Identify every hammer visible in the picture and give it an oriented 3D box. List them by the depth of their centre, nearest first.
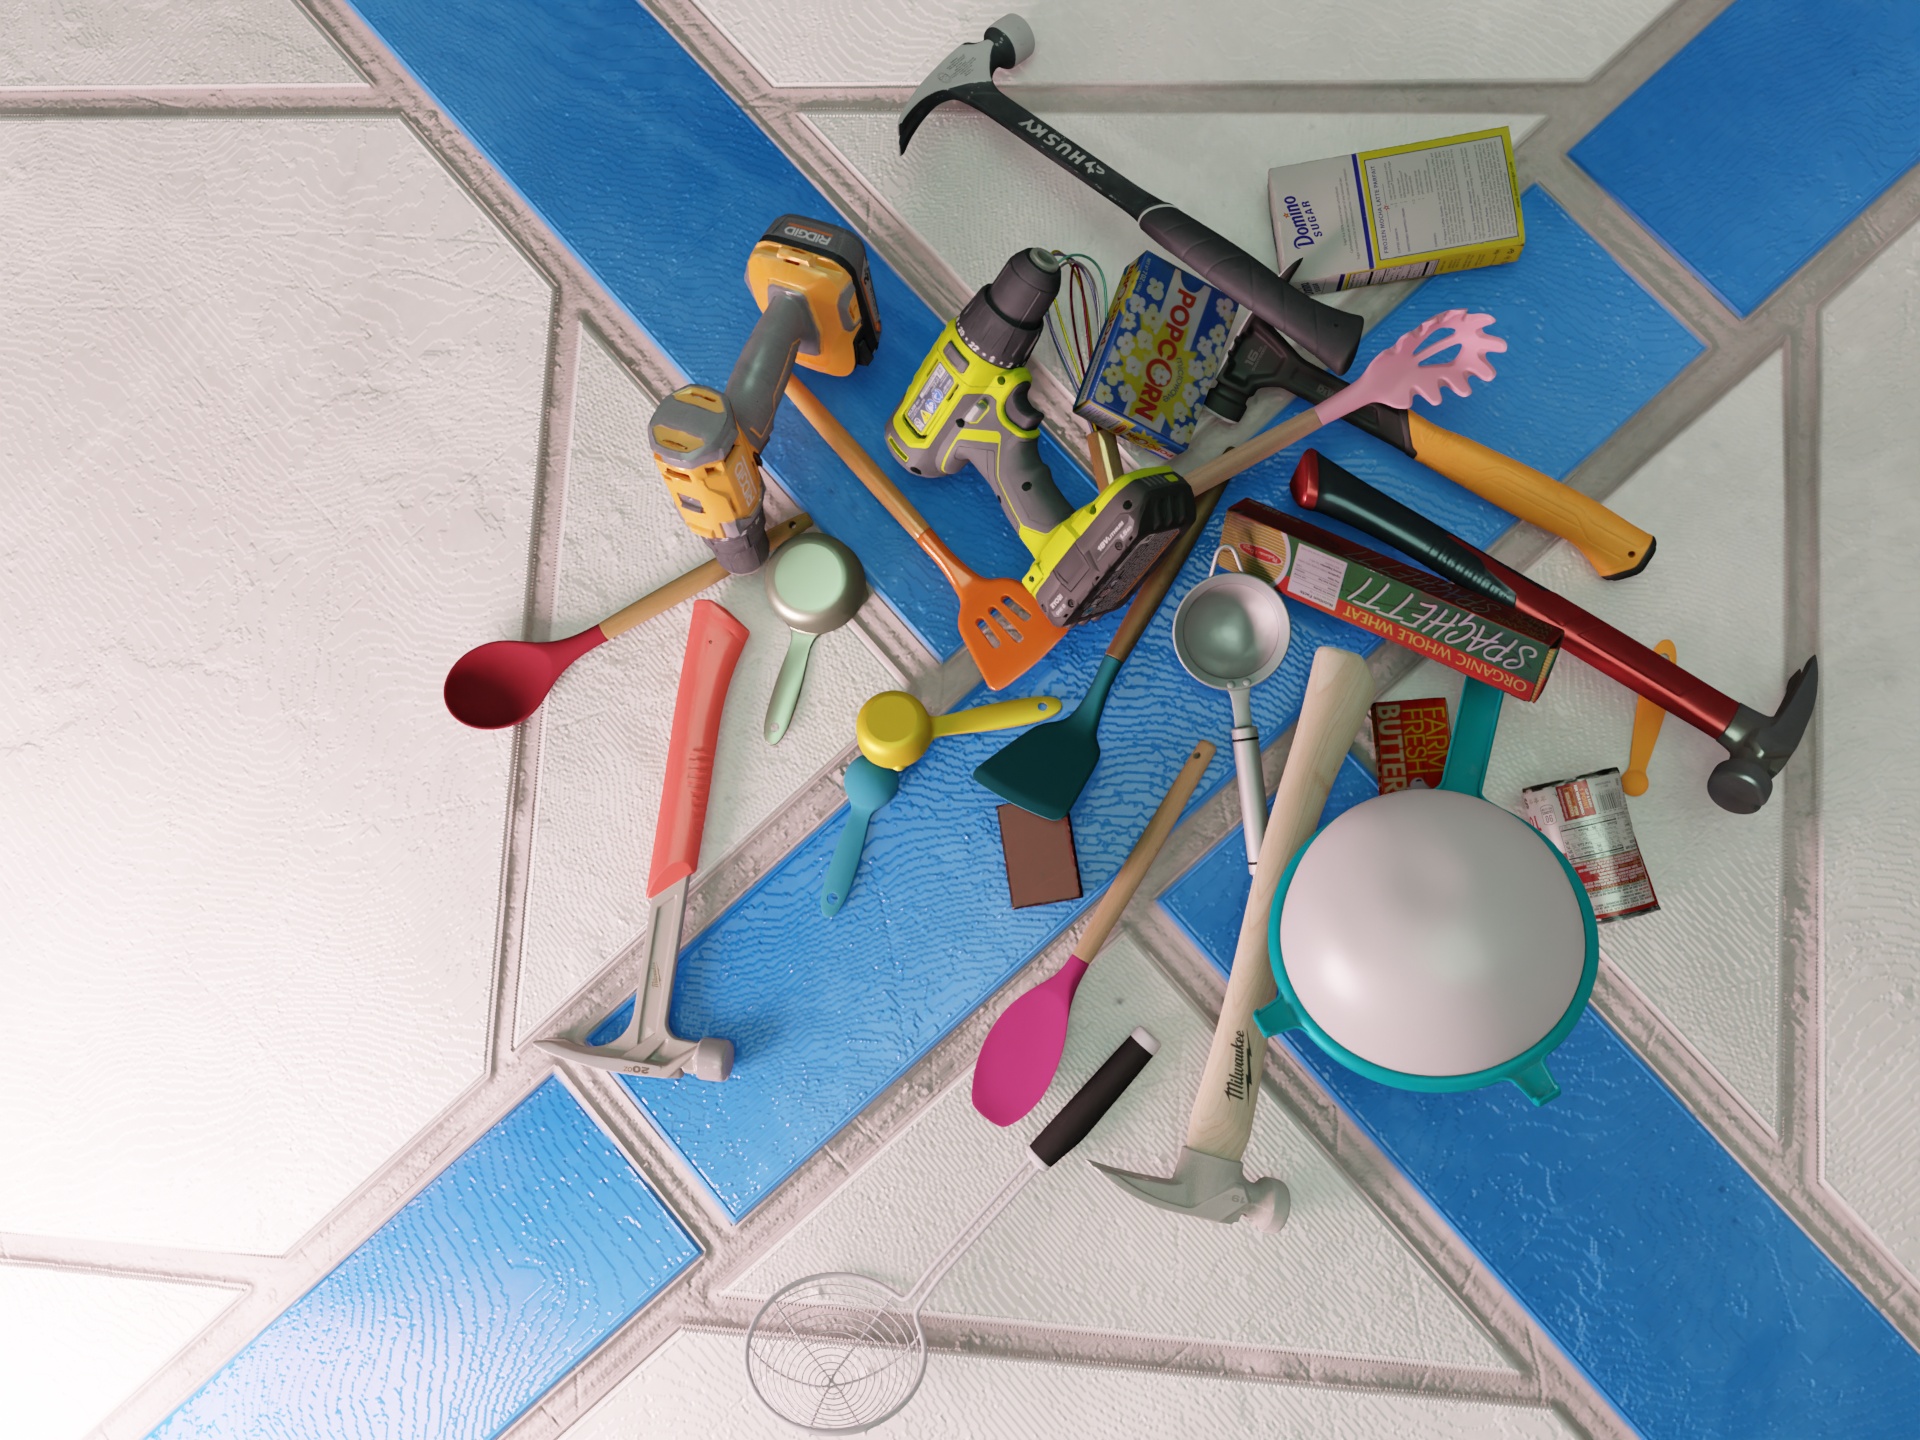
[{"bbox_3d":[0.208,0.145,1.123,0.146,0.038,0.411,17,84,-14],"label":"hammer"},{"bbox_3d":[0.411,-0.091,1.126,0.386,0.038,0.143,34,58,13],"label":"hammer"},{"bbox_3d":[0.351,-0.205,1.153,0.337,0.034,0.127,30,113,6],"label":"hammer"},{"bbox_3d":[0.125,-0.374,1.154,0.149,0.036,0.409,-41,69,-18],"label":"hammer"},{"bbox_3d":[-0.222,0.086,1.205,0.149,0.036,0.359,7,85,8],"label":"hammer"}]

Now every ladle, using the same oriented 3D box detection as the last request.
[{"bbox_3d":[-0.255,-0.083,1.232,0.315,0.031,0.069,-28,84,1],"label":"ladle"}]

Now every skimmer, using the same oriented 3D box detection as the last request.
[{"bbox_3d":[0.002,0.347,1.121,0.363,0.090,0.127,-47,49,-2],"label":"skimmer"}]

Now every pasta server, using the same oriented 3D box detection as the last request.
[{"bbox_3d":[0.231,-0.201,1.133,0.316,0.040,0.060,-27,112,14],"label":"pasta server"}]

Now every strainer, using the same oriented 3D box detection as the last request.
[{"bbox_3d":[0.322,0.069,1.048,0.211,0.095,0.340,11,67,22],"label":"strainer"},{"bbox_3d":[0.205,0.002,1.160,0.087,0.050,0.258,-7,89,-1],"label":"strainer"}]

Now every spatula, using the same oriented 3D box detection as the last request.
[{"bbox_3d":[0.124,-0.071,1.170,0.082,0.044,0.317,26,83,32],"label":"spatula"},{"bbox_3d":[-0.044,-0.161,1.208,0.081,0.041,0.323,-42,80,2],"label":"spatula"}]

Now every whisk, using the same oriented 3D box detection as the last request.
[{"bbox_3d":[0.104,-0.238,1.201,0.051,0.047,0.245,-13,87,4],"label":"whisk"}]

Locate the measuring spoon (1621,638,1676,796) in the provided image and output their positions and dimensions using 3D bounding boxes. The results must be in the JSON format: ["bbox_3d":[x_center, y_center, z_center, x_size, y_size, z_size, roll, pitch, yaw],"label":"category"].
[{"bbox_3d":[0.494,-0.003,1.138,0.021,0.011,0.117,14,86,8],"label":"measuring spoon"}]

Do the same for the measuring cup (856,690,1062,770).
[{"bbox_3d":[-0.002,-0.004,1.186,0.156,0.029,0.062,-10,65,2],"label":"measuring cup"}]

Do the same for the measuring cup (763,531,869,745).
[{"bbox_3d":[-0.124,-0.063,1.207,0.083,0.038,0.167,15,84,8],"label":"measuring cup"}]

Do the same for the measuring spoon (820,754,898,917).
[{"bbox_3d":[-0.082,0.086,1.193,0.042,0.021,0.128,17,84,9],"label":"measuring spoon"}]

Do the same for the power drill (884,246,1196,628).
[{"bbox_3d":[0.059,-0.199,1.128,0.229,0.080,0.190,53,131,16],"label":"power drill"}]

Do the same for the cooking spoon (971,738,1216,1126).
[{"bbox_3d":[0.102,0.152,1.162,0.069,0.017,0.319,28,85,43],"label":"cooking spoon"}]

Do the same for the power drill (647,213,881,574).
[{"bbox_3d":[-0.139,-0.228,1.160,0.084,0.185,0.226,20,68,15],"label":"power drill"}]
